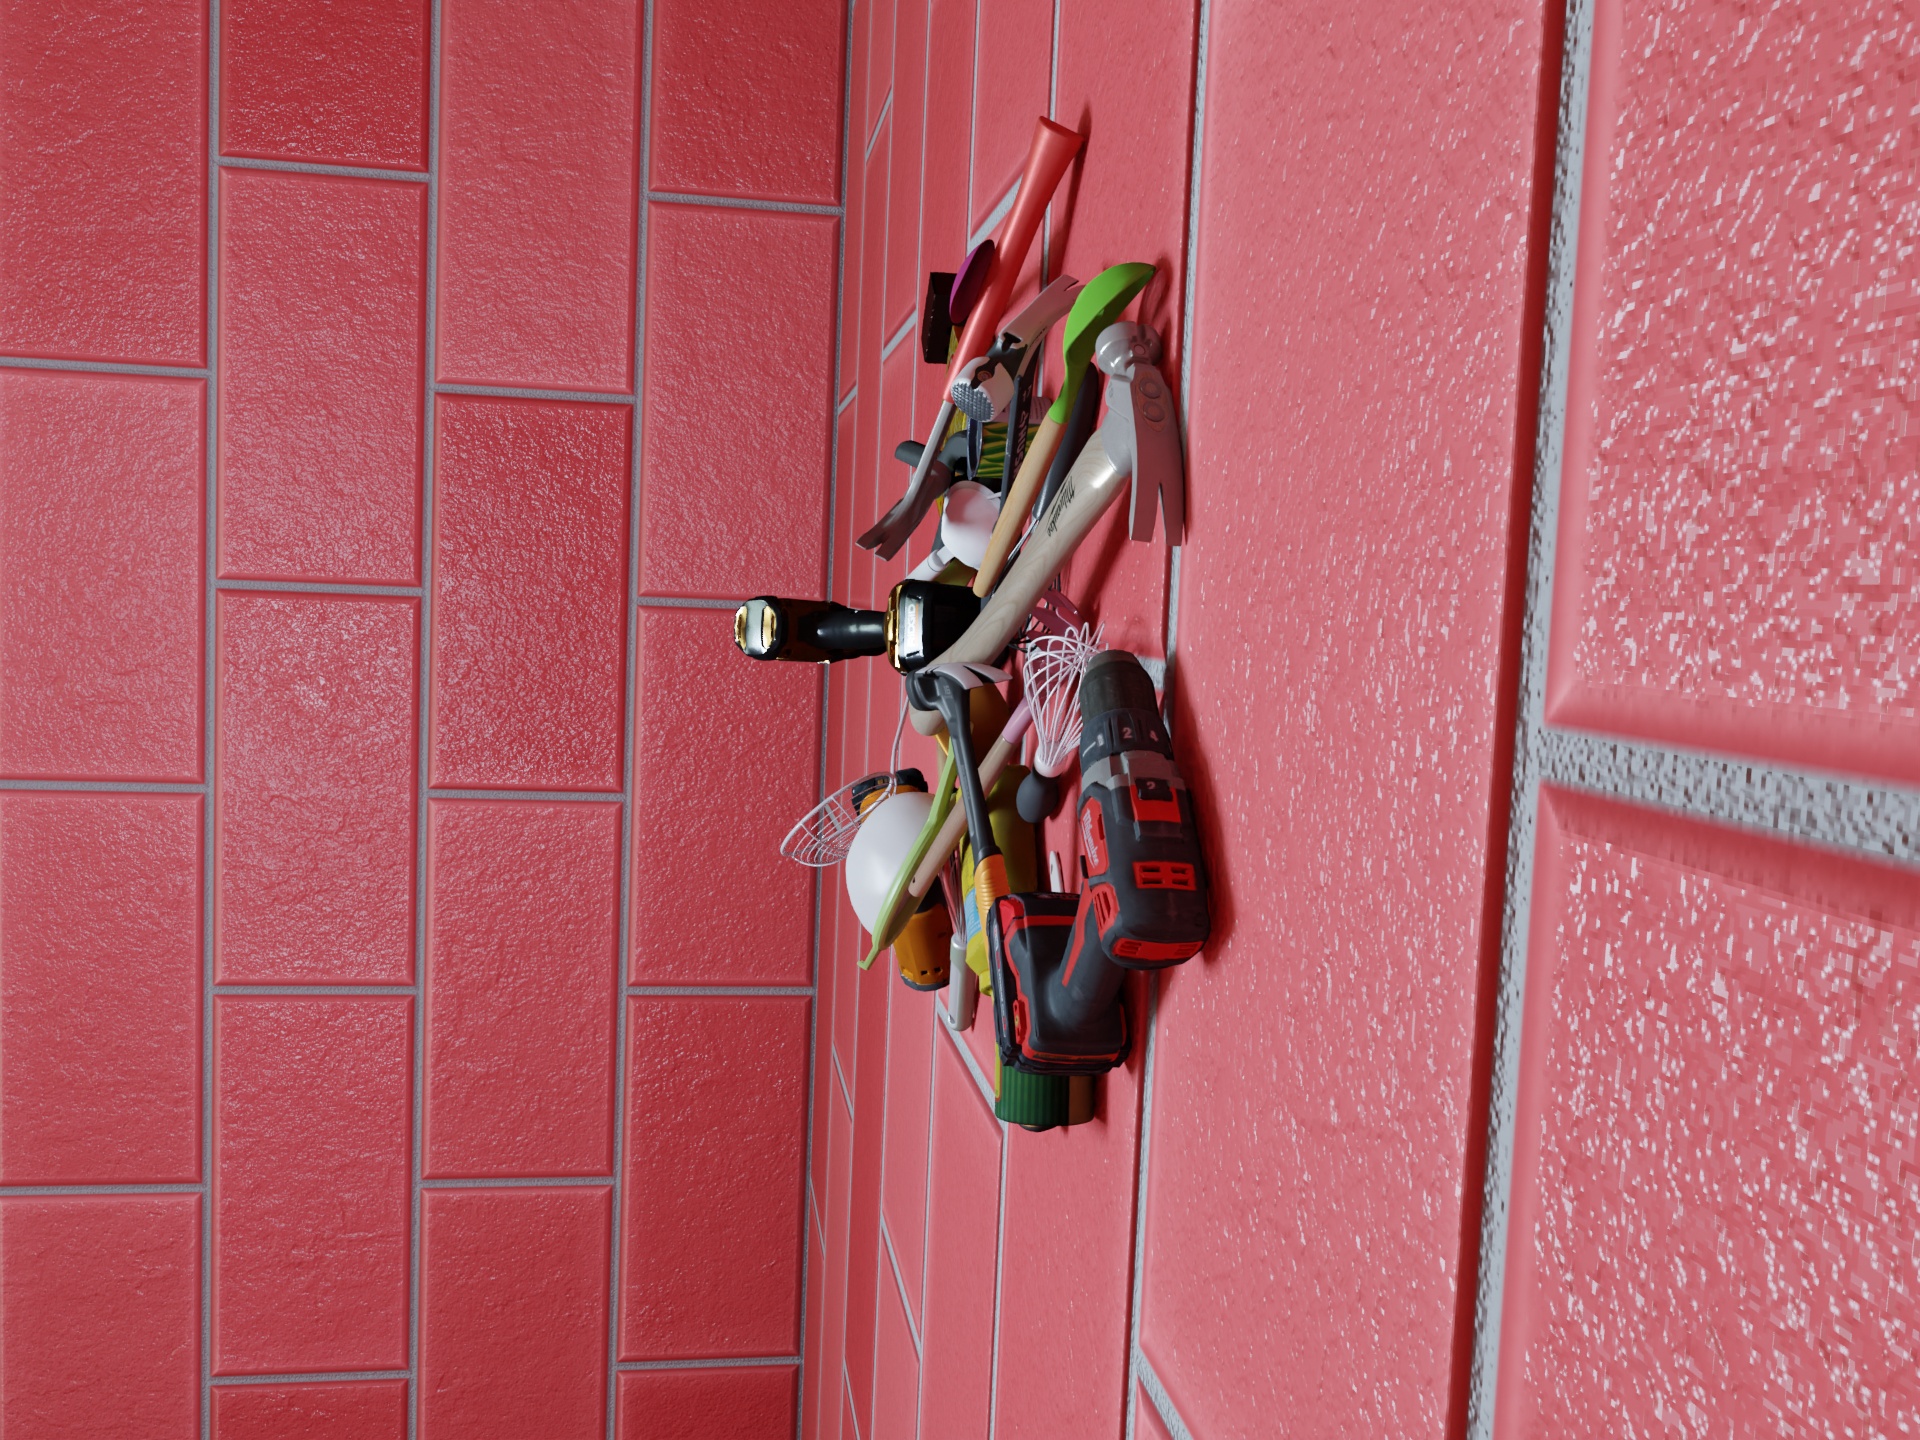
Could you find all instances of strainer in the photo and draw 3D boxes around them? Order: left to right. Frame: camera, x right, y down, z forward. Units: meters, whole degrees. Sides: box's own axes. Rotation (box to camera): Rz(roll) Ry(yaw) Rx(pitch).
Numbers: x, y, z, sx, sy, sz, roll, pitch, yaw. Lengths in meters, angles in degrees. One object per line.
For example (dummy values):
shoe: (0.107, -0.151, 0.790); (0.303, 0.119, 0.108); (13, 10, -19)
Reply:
strainer: (-0.046, 0.080, 1.321); (0.151, 0.069, 0.256); (-54, -13, -45)
strainer: (-0.017, -0.145, 1.436); (0.087, 0.050, 0.258); (58, 152, 1)

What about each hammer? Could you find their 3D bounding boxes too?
hammer: (0.008, -0.294, 1.246); (0.358, 0.037, 0.149); (-65, -4, 38)
hammer: (0.027, 0.125, 1.108); (0.127, 0.034, 0.337); (-178, 75, -69)
hammer: (0.037, -0.160, 1.201); (0.149, 0.036, 0.408); (-53, -15, -27)
hammer: (0.042, -0.081, 1.070); (0.410, 0.038, 0.146); (127, 144, -57)

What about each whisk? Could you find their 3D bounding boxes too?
whisk: (0.004, 0.192, 1.432); (0.058, 0.059, 0.246); (50, 146, 44)
whisk: (0.063, -0.150, 1.148); (0.055, 0.055, 0.238); (-101, 20, -52)
whisk: (0.067, 0.014, 1.077); (0.284, 0.070, 0.070); (100, 168, -65)

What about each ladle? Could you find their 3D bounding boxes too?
ladle: (-0.005, -0.019, 1.570); (0.078, 0.062, 0.320); (-110, 16, -70)

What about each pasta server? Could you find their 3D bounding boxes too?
pasta server: (0.019, 0.028, 1.179); (0.060, 0.040, 0.316); (-98, 29, -45)

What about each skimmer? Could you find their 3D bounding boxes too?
skimmer: (-0.082, -0.021, 1.567); (0.127, 0.090, 0.363); (112, 174, -62)

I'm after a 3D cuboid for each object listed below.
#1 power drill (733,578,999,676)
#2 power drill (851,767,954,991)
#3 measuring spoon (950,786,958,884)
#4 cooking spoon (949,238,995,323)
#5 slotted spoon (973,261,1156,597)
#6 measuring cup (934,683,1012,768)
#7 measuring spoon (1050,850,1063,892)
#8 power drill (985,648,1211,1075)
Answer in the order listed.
power drill: (-0.067, -0.081, 1.456); (0.226, 0.185, 0.084); (2, 90, 37)
power drill: (-0.055, 0.142, 1.604); (0.227, 0.084, 0.164); (-108, 6, -58)
measuring spoon: (-0.001, 0.117, 1.577); (0.042, 0.021, 0.128); (-100, 6, -49)
cooking spoon: (0.014, -0.356, 1.342); (0.069, 0.017, 0.319); (-63, 0, 8)
slotted spoon: (0.056, -0.183, 1.055); (0.070, 0.031, 0.313); (-42, -14, -36)
measuring cup: (-0.002, -0.004, 1.379); (0.095, 0.052, 0.174); (64, 168, -9)
measuring spoon: (0.066, 0.149, 1.142); (0.034, 0.018, 0.124); (105, 164, -55)
power drill: (0.077, 0.088, 0.923); (0.226, 0.080, 0.188); (109, 161, -52)
